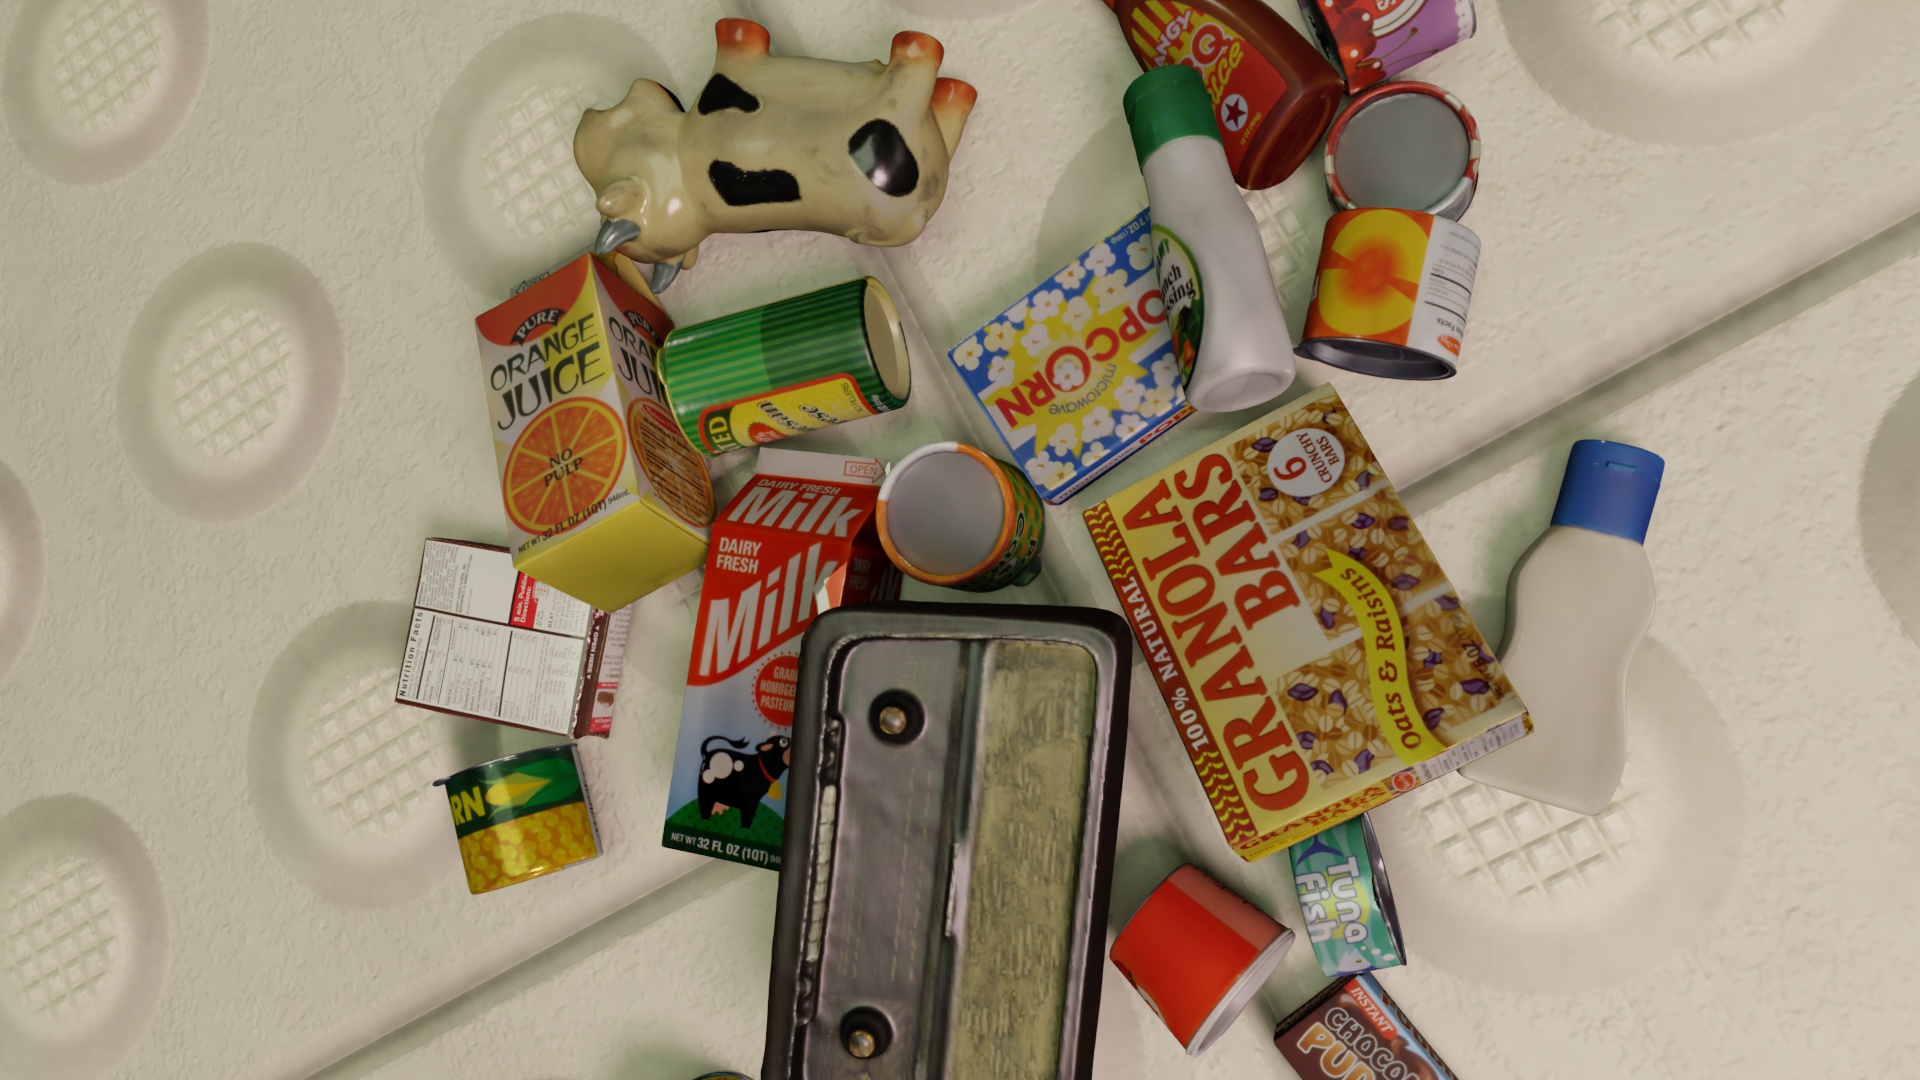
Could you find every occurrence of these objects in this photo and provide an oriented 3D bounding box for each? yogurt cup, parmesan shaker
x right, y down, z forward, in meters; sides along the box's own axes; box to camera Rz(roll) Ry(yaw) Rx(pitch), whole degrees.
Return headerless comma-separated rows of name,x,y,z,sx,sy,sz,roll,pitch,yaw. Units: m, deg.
yogurt cup,0.101,0.175,0.591,0.054,0.072,0.072,39,97,25
parmesan shaker,-0.083,-0.084,0.669,0.103,0.071,0.071,-13,81,16

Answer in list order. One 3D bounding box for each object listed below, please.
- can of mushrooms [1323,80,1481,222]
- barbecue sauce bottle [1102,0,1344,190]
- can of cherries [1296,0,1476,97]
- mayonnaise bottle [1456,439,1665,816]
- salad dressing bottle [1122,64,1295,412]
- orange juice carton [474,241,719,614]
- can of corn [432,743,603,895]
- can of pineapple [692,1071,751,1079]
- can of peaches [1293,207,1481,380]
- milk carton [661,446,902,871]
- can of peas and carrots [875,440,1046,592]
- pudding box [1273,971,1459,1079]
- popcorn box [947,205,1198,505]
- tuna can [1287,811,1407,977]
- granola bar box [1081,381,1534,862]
can of mushrooms,0.194,-0.168,0.613,0.071,0.033,0.071,-2,85,18
barbecue sauce bottle,0.107,-0.231,0.635,0.149,0.044,0.064,54,143,21
can of cherries,0.182,-0.237,0.604,0.058,0.071,0.071,-24,78,14
mayonnaise bottle,0.252,0.034,0.571,0.065,0.041,0.148,16,88,16
salad dressing bottle,0.101,-0.129,0.585,0.044,0.064,0.148,-9,71,-5
orange juice carton,-0.181,-0.069,0.683,0.071,0.073,0.193,-27,60,13
can of corn,-0.219,0.139,0.689,0.071,0.071,0.058,-20,80,14
can of pineapple,-0.122,0.288,0.650,0.071,0.058,0.071,-2,84,17
can of peaches,0.181,-0.105,0.594,0.071,0.071,0.058,12,89,18
milk carton,-0.078,0.052,0.653,0.072,0.073,0.190,7,86,18
can of peas and carrots,0.002,-0.008,0.642,0.071,0.059,0.071,-2,84,17
pudding box,0.177,0.226,0.579,0.049,0.030,0.084,-41,75,9
popcorn box,0.069,-0.086,0.641,0.126,0.038,0.085,-35,75,11
tuna can,0.159,0.145,0.572,0.033,0.071,0.071,-16,80,16
granola bar box,0.138,0.032,0.580,0.124,0.039,0.166,-28,57,12
